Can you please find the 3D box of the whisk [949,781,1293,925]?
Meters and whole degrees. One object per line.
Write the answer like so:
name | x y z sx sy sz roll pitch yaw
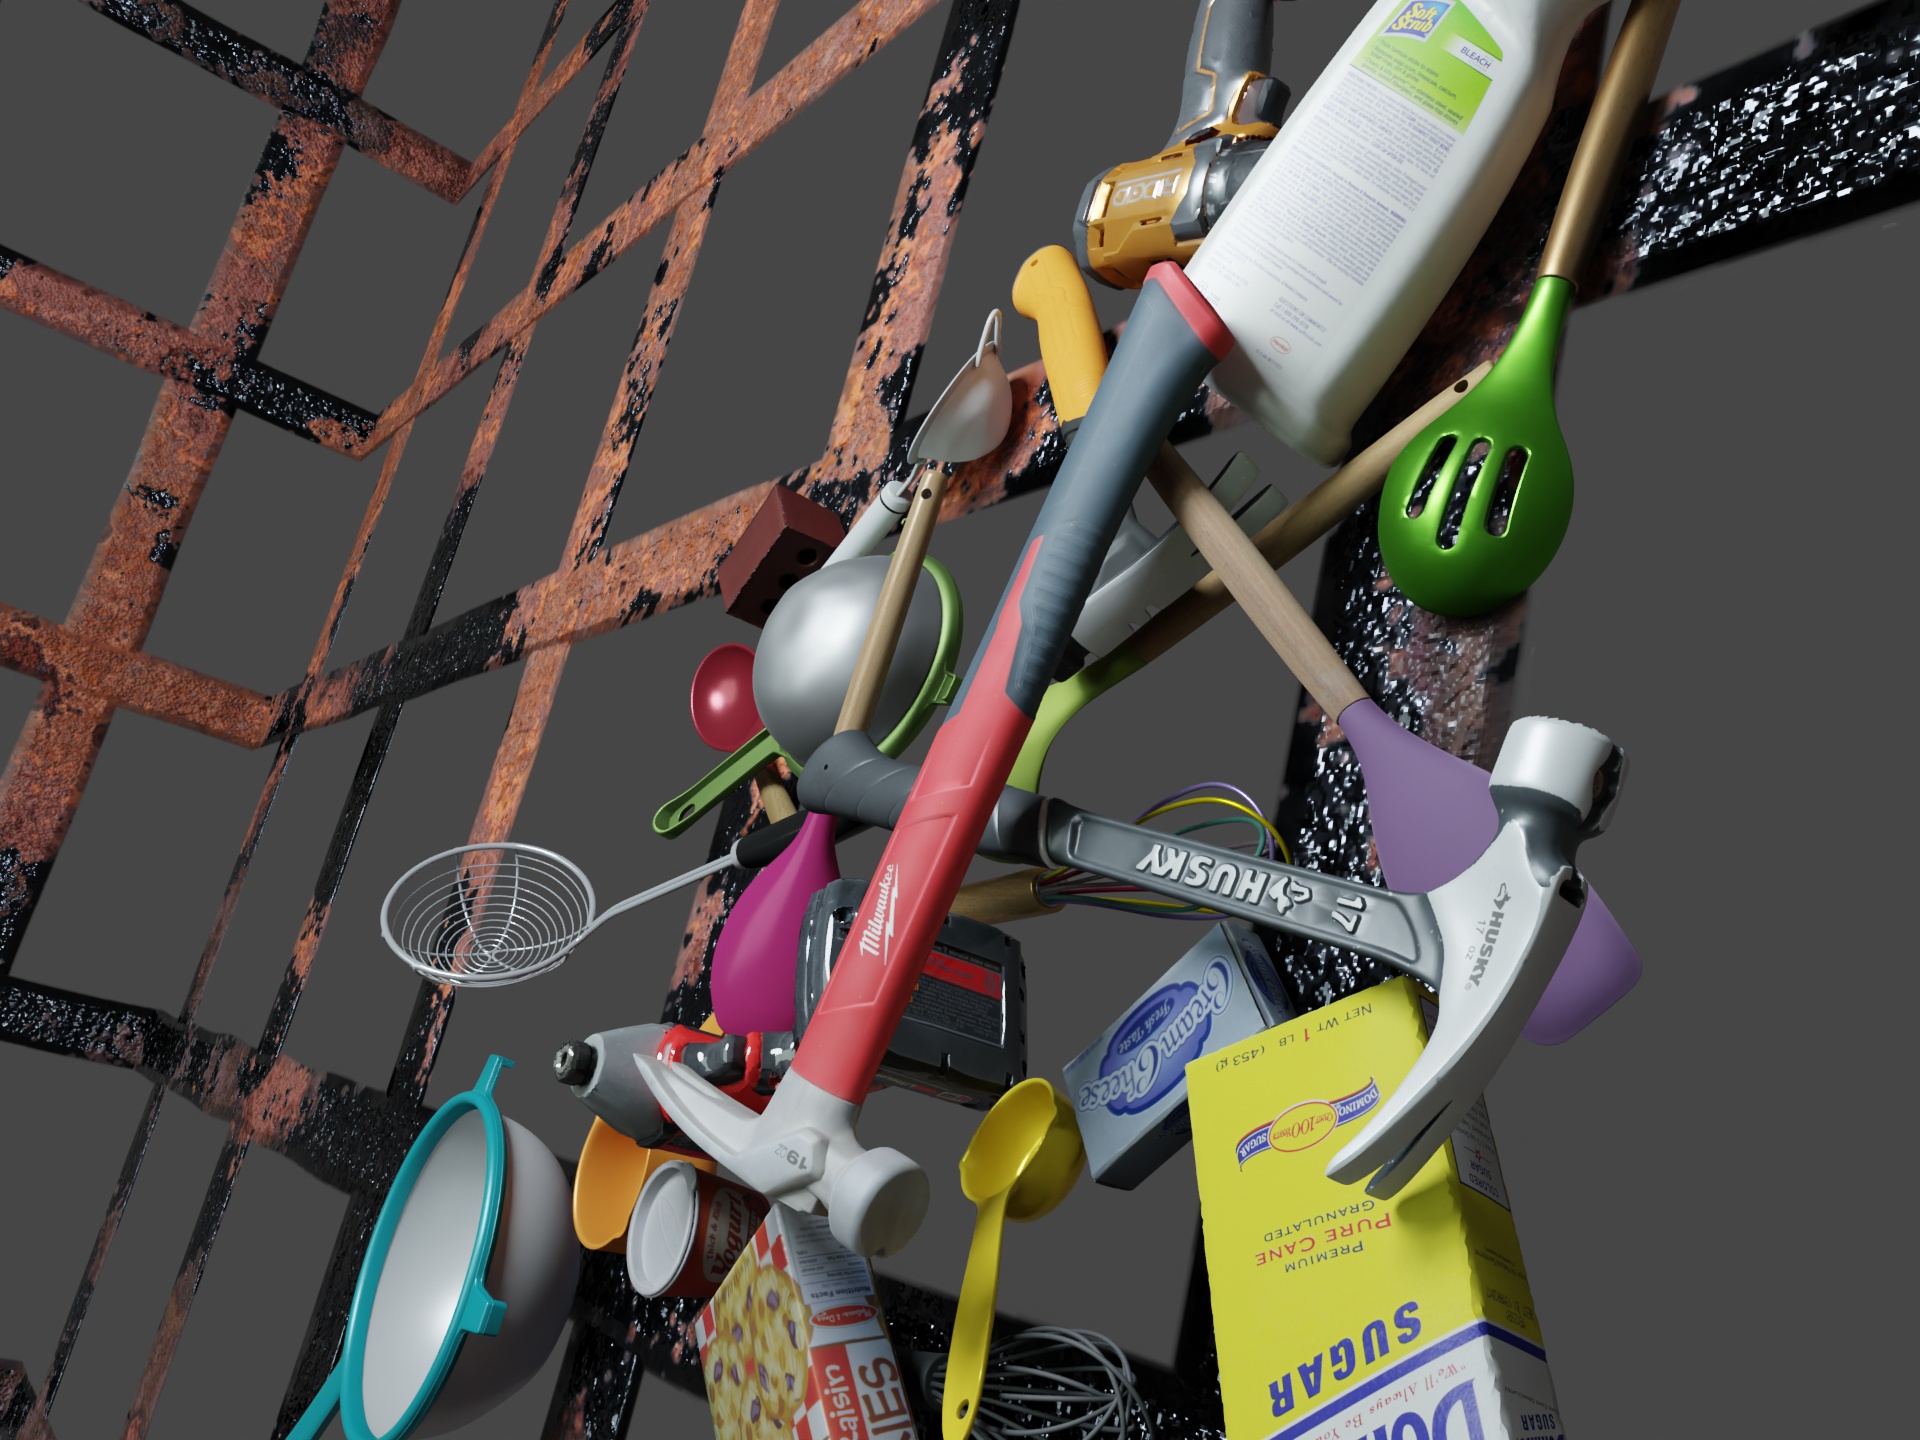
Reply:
whisk | 0.053 0.074 0.690 0.245 0.047 0.051 -21 41 54

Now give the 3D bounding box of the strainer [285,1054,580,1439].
strainer | -0.327 0.388 1.000 0.340 0.095 0.211 -53 31 25

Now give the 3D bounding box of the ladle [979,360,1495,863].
ladle | 0.106 -0.041 0.695 0.320 0.062 0.078 -39 42 27

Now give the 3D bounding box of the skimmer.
skimmer | -0.187 0.075 0.927 0.363 0.090 0.127 -23 22 29

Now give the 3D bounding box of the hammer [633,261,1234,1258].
hammer | -0.001 -0.002 0.624 0.143 0.038 0.386 20 84 41

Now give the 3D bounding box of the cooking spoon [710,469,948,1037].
cooking spoon | -0.063 0.019 0.841 0.017 0.069 0.319 25 -97 -77

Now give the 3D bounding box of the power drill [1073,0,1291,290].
power drill | 0.153 -0.323 0.767 0.185 0.084 0.226 14 85 56

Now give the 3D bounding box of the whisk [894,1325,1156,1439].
whisk | -0.004 0.270 0.643 0.239 0.055 0.055 -25 50 53

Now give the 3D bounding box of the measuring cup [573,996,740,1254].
measuring cup | -0.151 0.224 0.884 0.173 0.052 0.095 -54 33 16

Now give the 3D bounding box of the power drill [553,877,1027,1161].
power drill | -0.084 0.154 0.744 0.219 0.143 0.079 -31 47 40

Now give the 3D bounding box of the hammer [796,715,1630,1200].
hammer | 0.047 0.052 0.614 0.409 0.036 0.149 10 74 55

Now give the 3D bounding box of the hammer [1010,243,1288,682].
hammer | 0.068 -0.160 0.787 0.127 0.034 0.337 -38 32 24

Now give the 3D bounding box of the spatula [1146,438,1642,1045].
spatula | 0.128 -0.020 0.581 0.059 0.018 0.316 -49 53 27

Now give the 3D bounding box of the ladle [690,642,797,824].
ladle | -0.111 0.048 0.964 0.069 0.031 0.316 -52 36 15

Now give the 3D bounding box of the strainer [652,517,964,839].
strainer | -0.112 -0.012 0.930 0.256 0.069 0.152 -37 43 24

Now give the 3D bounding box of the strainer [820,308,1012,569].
strainer | -0.032 -0.139 0.956 0.258 0.050 0.087 -46 1 40

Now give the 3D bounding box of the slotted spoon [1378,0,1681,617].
slotted spoon | 0.231 -0.187 0.601 0.070 0.031 0.314 17 80 32

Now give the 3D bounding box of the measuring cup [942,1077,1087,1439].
measuring cup | 0.020 0.211 0.617 0.062 0.029 0.157 -39 23 36
